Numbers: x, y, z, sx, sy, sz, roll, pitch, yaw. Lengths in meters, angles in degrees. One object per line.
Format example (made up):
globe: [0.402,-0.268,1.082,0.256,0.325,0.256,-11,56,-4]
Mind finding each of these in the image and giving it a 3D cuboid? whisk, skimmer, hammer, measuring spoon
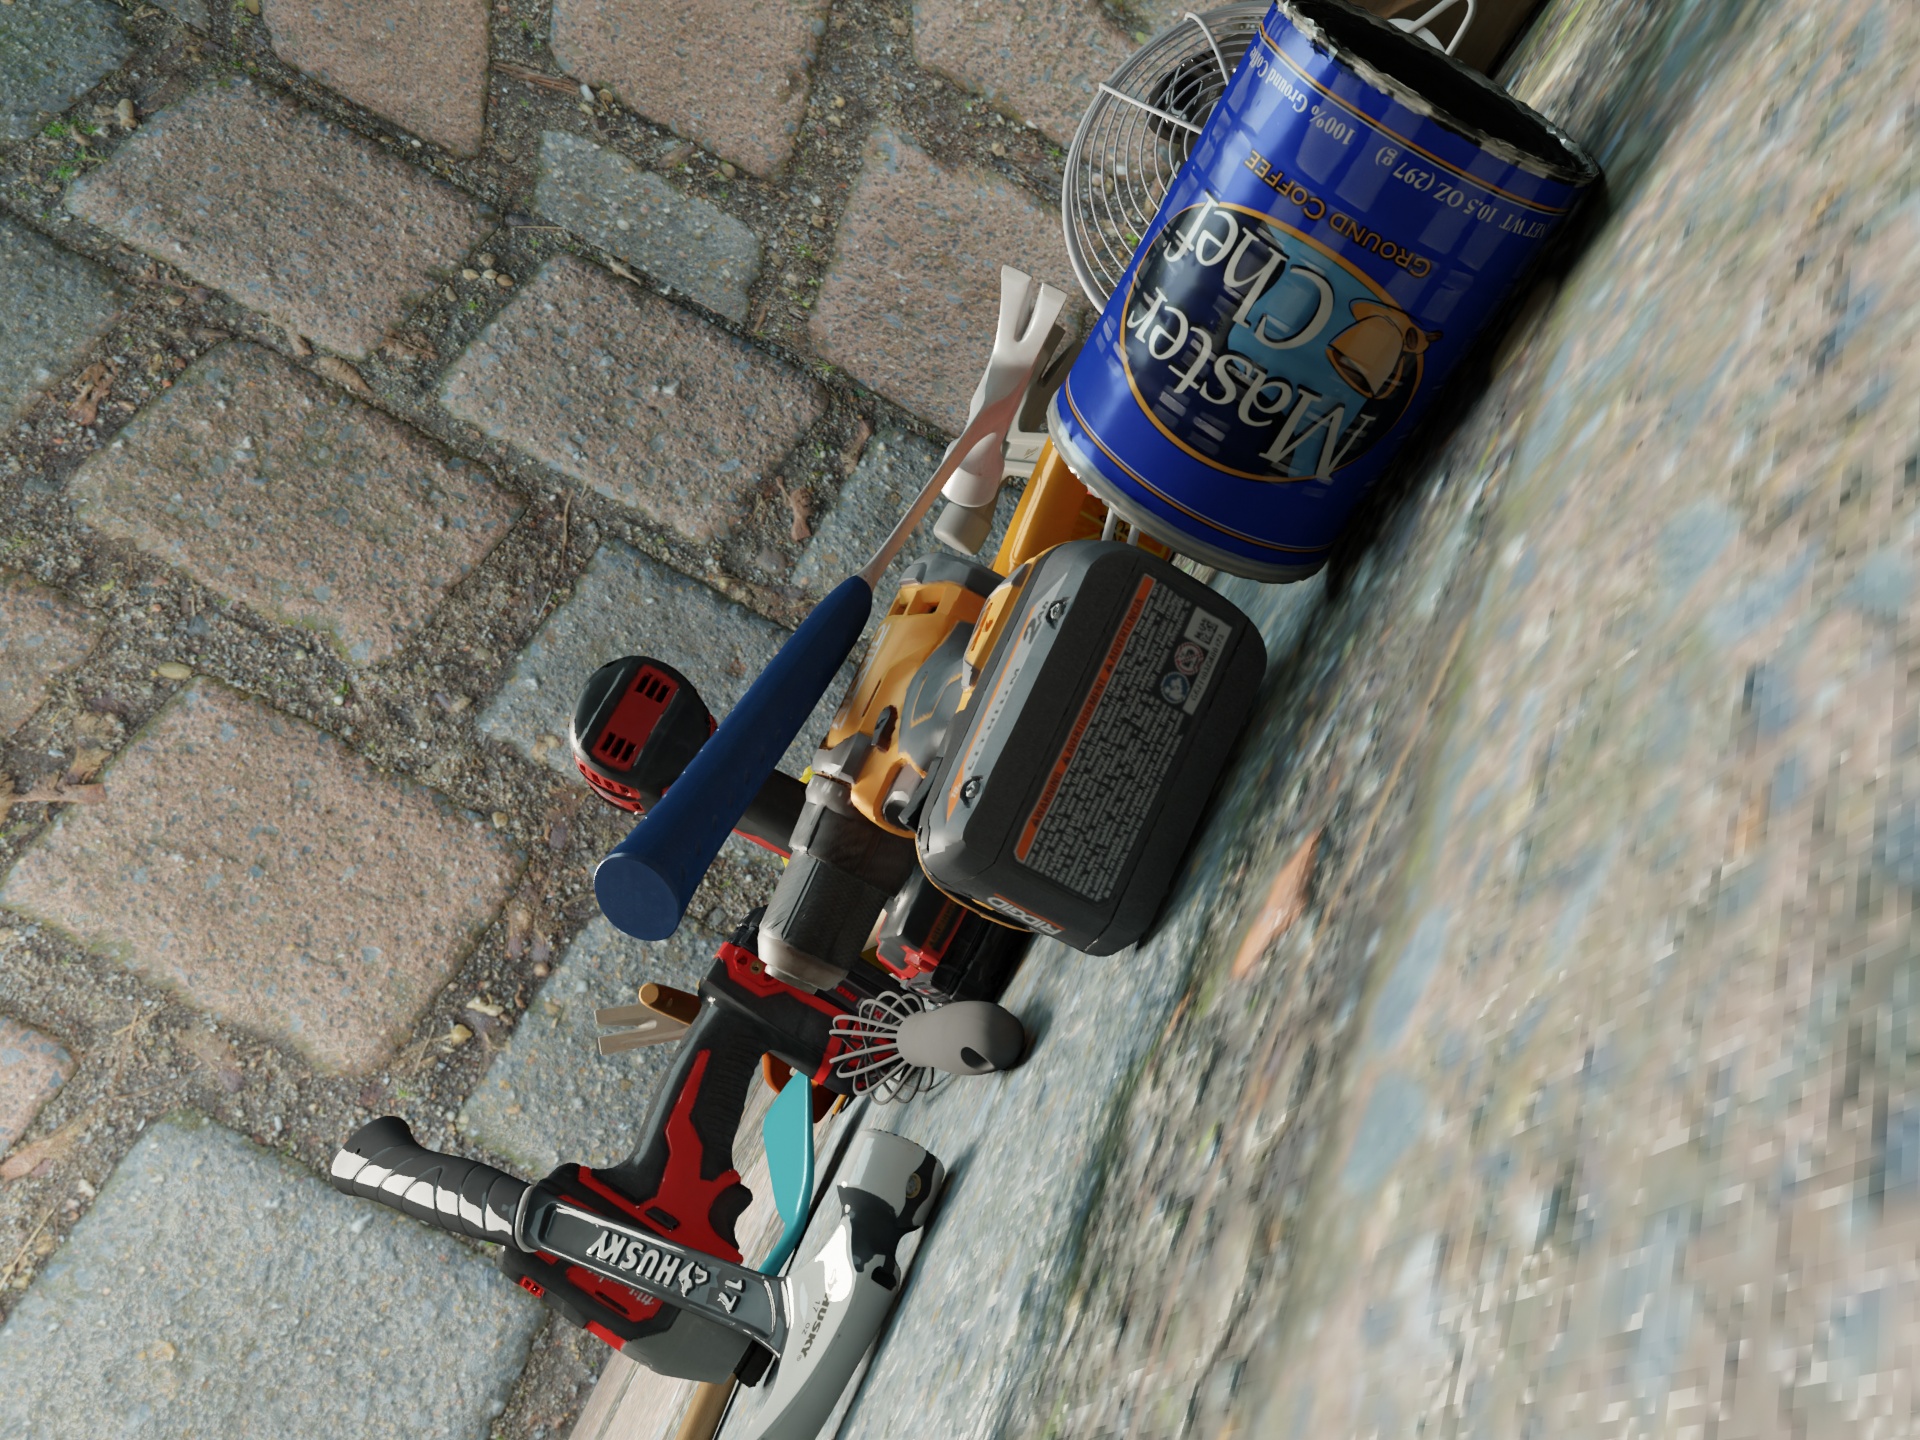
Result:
whisk: [-0.014,0.138,0.671,0.055,0.055,0.239,-63,7,-18]
skimmer: [0.078,-0.093,0.642,0.090,0.127,0.363,-51,-19,-43]
hammer: [-0.042,-0.063,0.694,0.406,0.035,0.144,-60,-5,-46]
measuring spoon: [-0.069,0.239,1.034,0.021,0.011,0.116,-63,-1,-30]
hammer: [-0.101,0.147,0.984,0.410,0.146,0.038,-36,63,54]
hammer: [-0.178,0.227,0.695,0.409,0.036,0.149,-4,52,46]
hammer: [0.063,-0.144,0.725,0.337,0.034,0.127,-68,18,5]
hammer: [0.075,-0.141,0.815,0.149,0.036,0.359,-60,19,2]

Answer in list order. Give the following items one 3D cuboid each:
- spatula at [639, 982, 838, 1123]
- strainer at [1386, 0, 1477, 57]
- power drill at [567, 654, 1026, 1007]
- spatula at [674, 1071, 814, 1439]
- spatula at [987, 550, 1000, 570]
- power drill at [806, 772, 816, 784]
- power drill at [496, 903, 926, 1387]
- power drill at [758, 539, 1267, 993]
spatula: [-0.125,0.195,0.980,0.081,0.041,0.322,-60,-18,-10]
strainer: [0.166,-0.220,0.742,0.258,0.050,0.087,106,145,-57]
power drill: [-0.080,0.053,0.761,0.080,0.226,0.188,-62,3,-13]
spatula: [-0.133,0.336,0.870,0.082,0.044,0.318,-54,8,42]
spatula: [0.025,-0.112,1.281,0.316,0.018,0.059,-55,-19,-46]
power drill: [-0.002,-0.003,1.054,0.228,0.080,0.190,-50,13,-29]
power drill: [-0.114,0.218,0.809,0.220,0.143,0.078,-56,-5,-27]
power drill: [-0.002,0.025,0.575,0.185,0.084,0.226,-64,19,-7]
